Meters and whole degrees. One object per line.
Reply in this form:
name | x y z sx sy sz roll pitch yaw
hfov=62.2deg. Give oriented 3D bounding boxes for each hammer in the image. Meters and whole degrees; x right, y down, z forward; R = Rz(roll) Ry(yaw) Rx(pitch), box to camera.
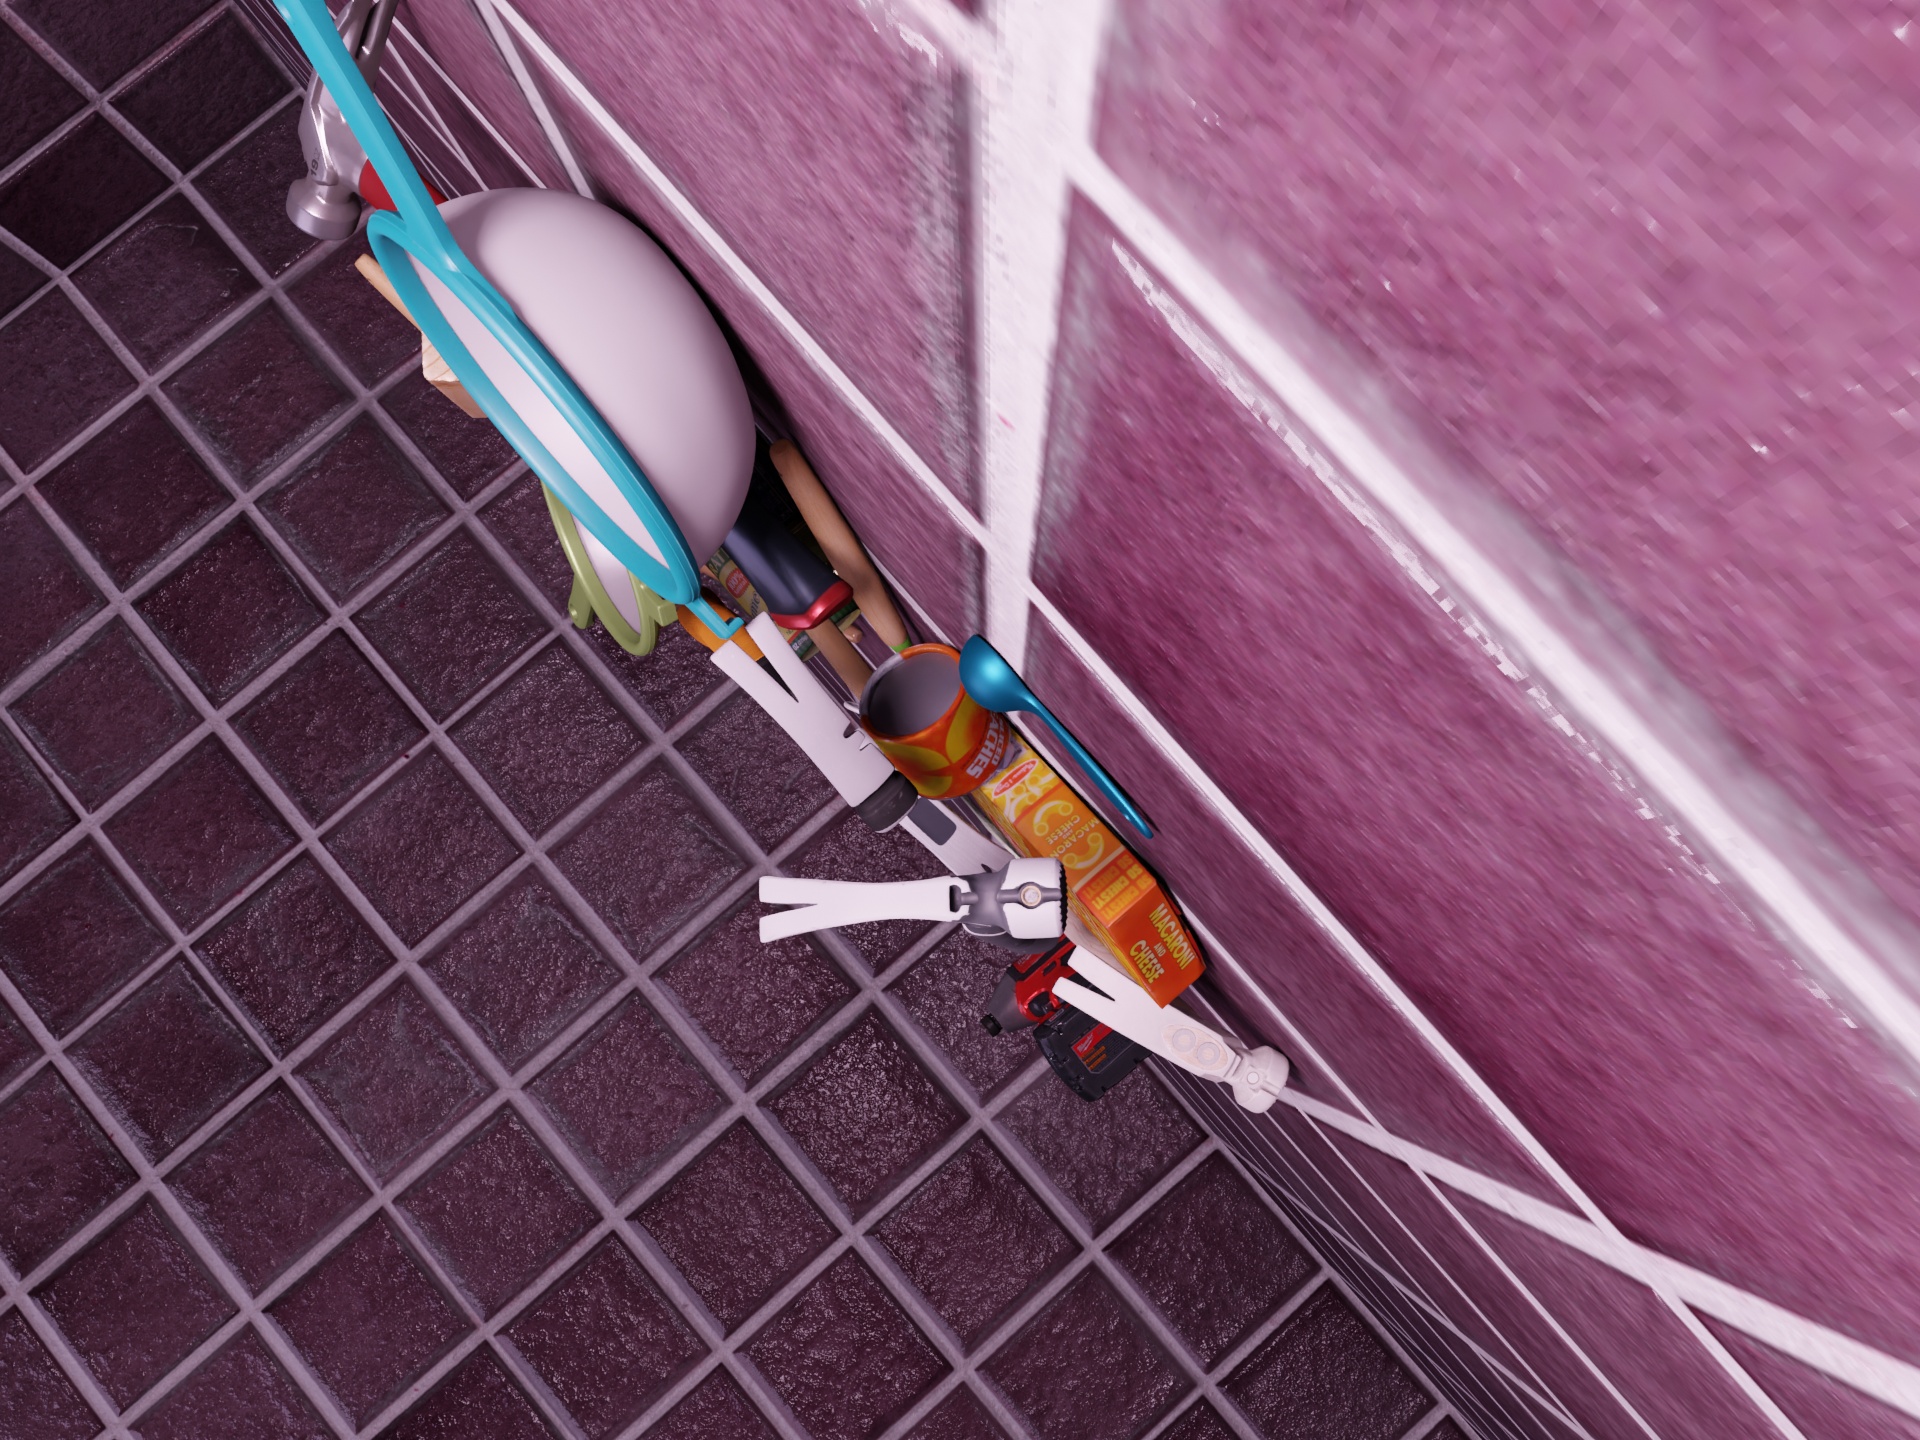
hammer | -0.122 -0.037 0.912 0.127 0.034 0.337 50 174 -25
hammer | -0.196 -0.198 0.825 0.386 0.038 0.143 44 132 4
hammer | 0.107 0.172 1.119 0.146 0.038 0.411 30 180 -6
hammer | 0.007 0.115 0.910 0.408 0.149 0.036 45 -137 -76
hammer | -0.032 0.053 1.083 0.128 0.033 0.331 42 178 -4

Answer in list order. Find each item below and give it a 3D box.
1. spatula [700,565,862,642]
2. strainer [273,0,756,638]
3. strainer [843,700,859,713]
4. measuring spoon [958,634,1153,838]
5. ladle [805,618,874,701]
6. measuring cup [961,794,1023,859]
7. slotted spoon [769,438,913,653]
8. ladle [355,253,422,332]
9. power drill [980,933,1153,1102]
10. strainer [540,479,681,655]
spatula | -0.212 -0.119 1.366 0.318 0.044 0.082 26 170 29
strainer | -0.169 -0.191 0.659 0.211 0.095 0.340 42 165 27
strainer | 0.026 0.060 1.146 0.258 0.050 0.087 44 -168 -6
measuring spoon | 0.039 0.012 0.726 0.129 0.021 0.042 49 176 22
ladle | -0.096 -0.062 0.982 0.320 0.078 0.062 51 156 30
measuring cup | 0.025 0.049 1.029 0.167 0.038 0.083 48 175 -20
slotted spoon | -0.047 -0.063 0.914 0.070 0.031 0.313 49 175 32
ladle | -0.303 -0.212 1.138 0.315 0.031 0.069 44 158 -27
power drill | 0.098 0.257 1.441 0.078 0.143 0.220 53 172 -13
strainer | -0.212 -0.109 1.019 0.151 0.069 0.256 63 160 3
